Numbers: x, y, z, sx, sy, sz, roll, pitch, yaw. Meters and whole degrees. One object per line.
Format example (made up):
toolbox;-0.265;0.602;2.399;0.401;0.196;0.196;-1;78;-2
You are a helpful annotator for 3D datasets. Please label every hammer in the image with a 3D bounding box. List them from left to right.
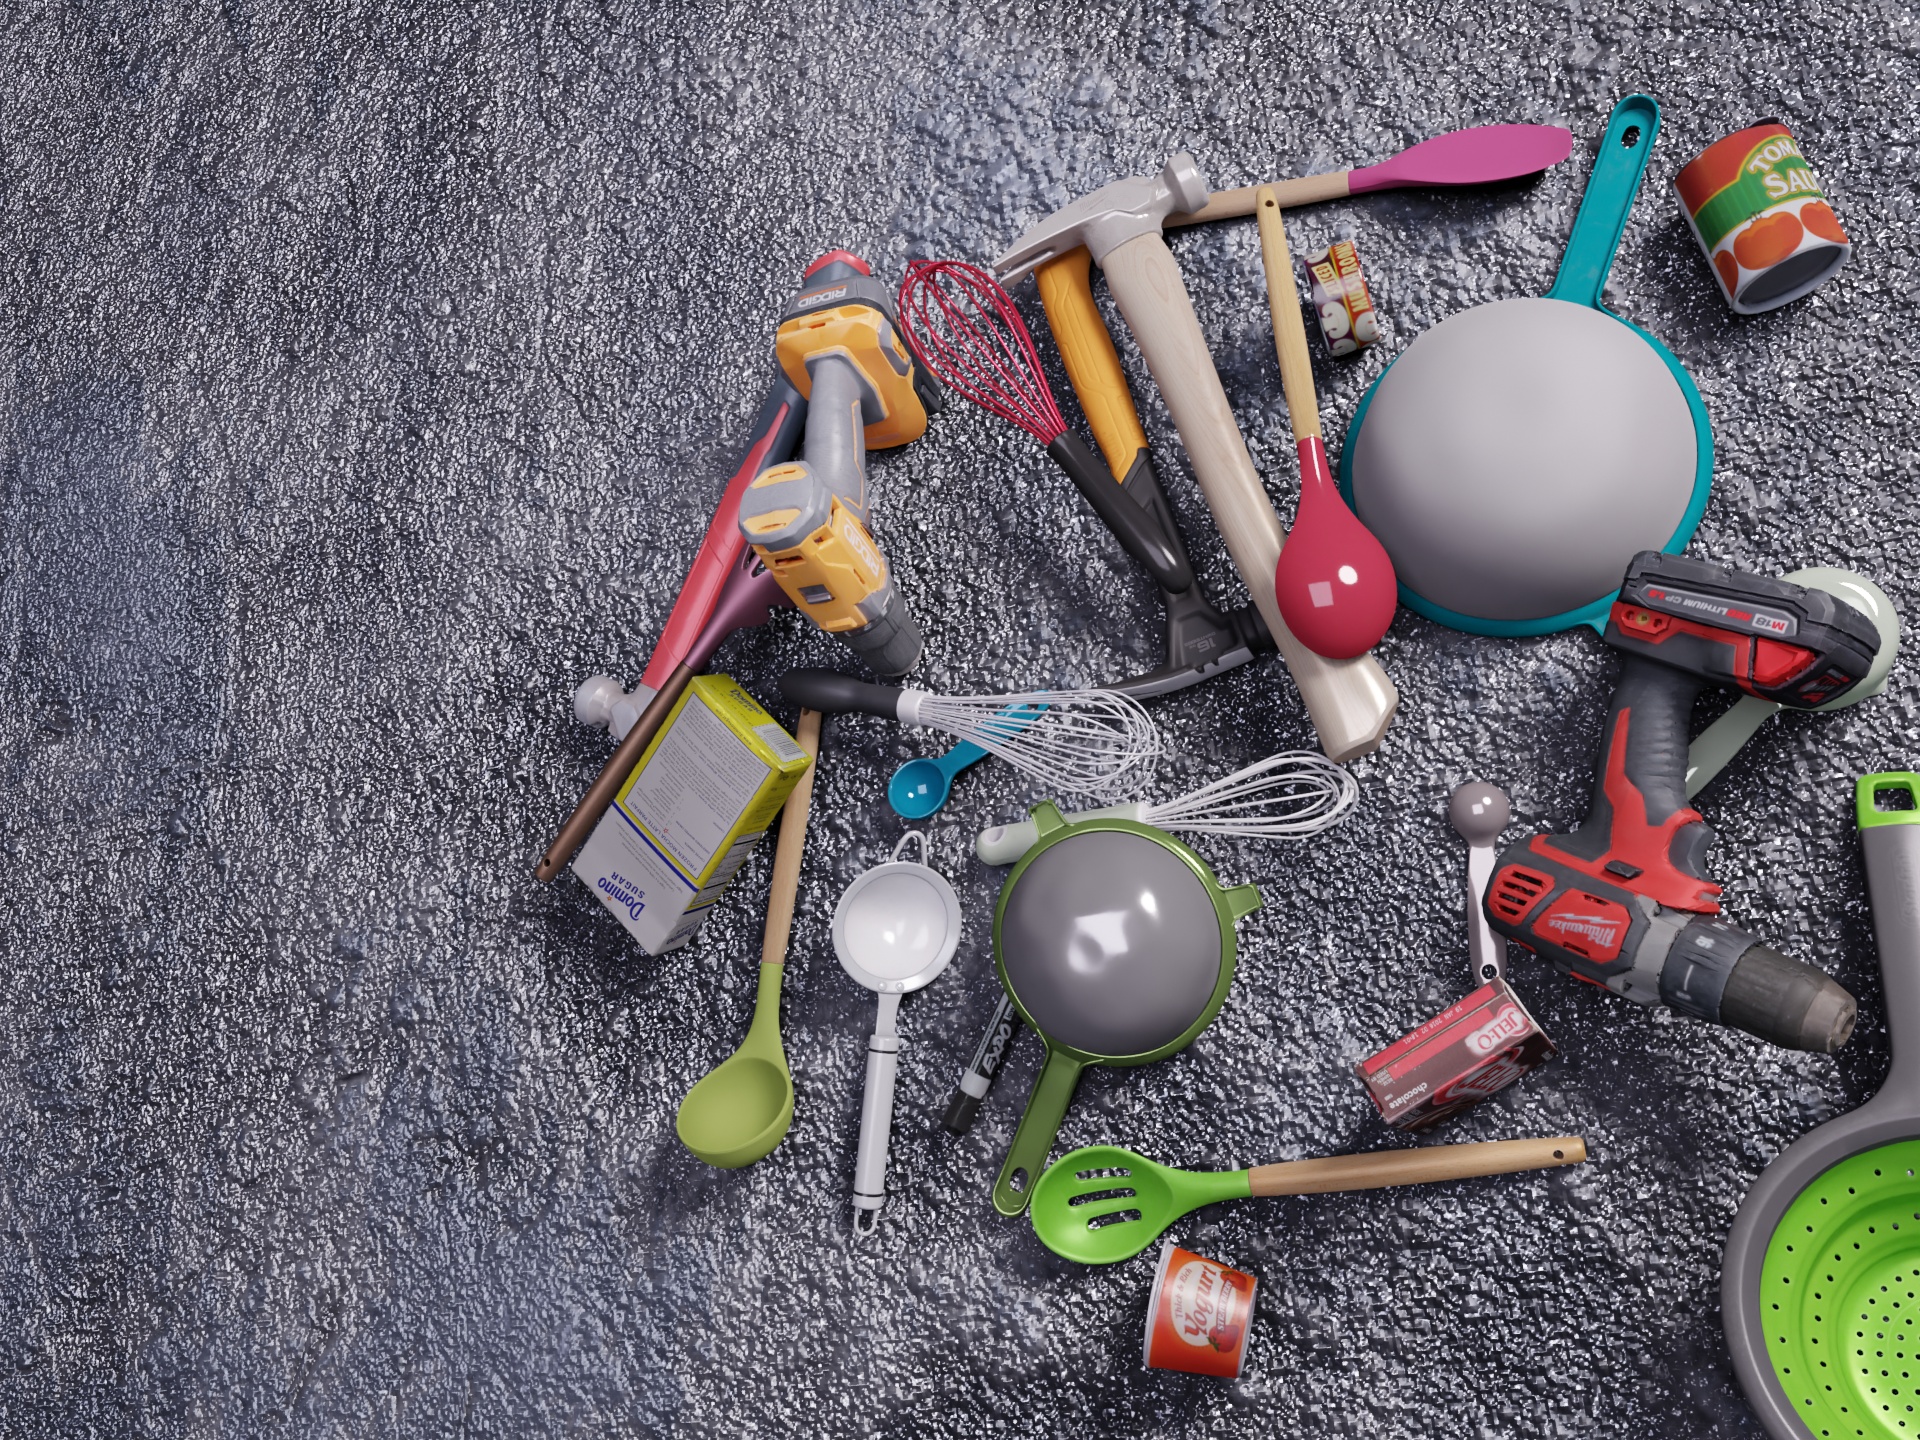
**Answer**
hammer;-0.142;-0.152;1.140;0.143;0.038;0.386;23;88;24
hammer;0.100;-0.178;1.045;0.127;0.034;0.337;-22;70;16
hammer;0.151;-0.159;0.982;0.146;0.038;0.411;-25;69;12

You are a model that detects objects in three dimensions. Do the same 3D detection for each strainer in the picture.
strainer;-0.050;0.199;1.020;0.086;0.050;0.258;8;85;-20
strainer;0.064;0.183;0.940;0.151;0.069;0.256;22;97;17
strainer;0.340;-0.220;0.918;0.211;0.095;0.340;18;87;26

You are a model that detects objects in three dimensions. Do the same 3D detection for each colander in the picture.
colander;0.478;0.217;0.775;0.204;0.094;0.397;-5;58;25

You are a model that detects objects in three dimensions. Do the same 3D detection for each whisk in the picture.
whisk;-0.002;-0.003;1.023;0.285;0.070;0.070;10;82;29
whisk;0.052;-0.192;1.017;0.073;0.073;0.296;-40;72;10
whisk;0.121;0.061;0.978;0.246;0.059;0.058;-12;37;24

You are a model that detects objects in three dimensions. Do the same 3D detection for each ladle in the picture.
ladle;-0.128;0.134;1.060;0.078;0.062;0.320;1;76;27
ladle;0.204;-0.187;0.945;0.069;0.031;0.316;-5;69;-1

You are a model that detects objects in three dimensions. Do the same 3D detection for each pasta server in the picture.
pasta server;-0.197;-0.015;1.100;0.060;0.040;0.316;40;98;23

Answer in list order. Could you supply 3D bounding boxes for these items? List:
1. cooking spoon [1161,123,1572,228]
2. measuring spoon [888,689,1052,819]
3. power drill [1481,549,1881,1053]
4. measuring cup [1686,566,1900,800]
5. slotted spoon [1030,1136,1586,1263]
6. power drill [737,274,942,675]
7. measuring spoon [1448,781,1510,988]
cooking spoon;0.227;-0.345;1.033;0.319;0.017;0.069;-2;46;24
measuring spoon;0.010;0.023;1.051;0.128;0.021;0.042;-36;59;2
power drill;0.388;0.043;0.814;0.188;0.080;0.226;26;99;46
measuring cup;0.433;-0.013;0.861;0.167;0.038;0.083;-47;65;5
slotted spoon;0.192;0.263;0.909;0.314;0.031;0.070;-12;90;18
power drill;-0.067;-0.155;1.056;0.084;0.185;0.226;-8;56;23
measuring spoon;0.298;0.095;0.906;0.034;0.018;0.124;-5;77;22
